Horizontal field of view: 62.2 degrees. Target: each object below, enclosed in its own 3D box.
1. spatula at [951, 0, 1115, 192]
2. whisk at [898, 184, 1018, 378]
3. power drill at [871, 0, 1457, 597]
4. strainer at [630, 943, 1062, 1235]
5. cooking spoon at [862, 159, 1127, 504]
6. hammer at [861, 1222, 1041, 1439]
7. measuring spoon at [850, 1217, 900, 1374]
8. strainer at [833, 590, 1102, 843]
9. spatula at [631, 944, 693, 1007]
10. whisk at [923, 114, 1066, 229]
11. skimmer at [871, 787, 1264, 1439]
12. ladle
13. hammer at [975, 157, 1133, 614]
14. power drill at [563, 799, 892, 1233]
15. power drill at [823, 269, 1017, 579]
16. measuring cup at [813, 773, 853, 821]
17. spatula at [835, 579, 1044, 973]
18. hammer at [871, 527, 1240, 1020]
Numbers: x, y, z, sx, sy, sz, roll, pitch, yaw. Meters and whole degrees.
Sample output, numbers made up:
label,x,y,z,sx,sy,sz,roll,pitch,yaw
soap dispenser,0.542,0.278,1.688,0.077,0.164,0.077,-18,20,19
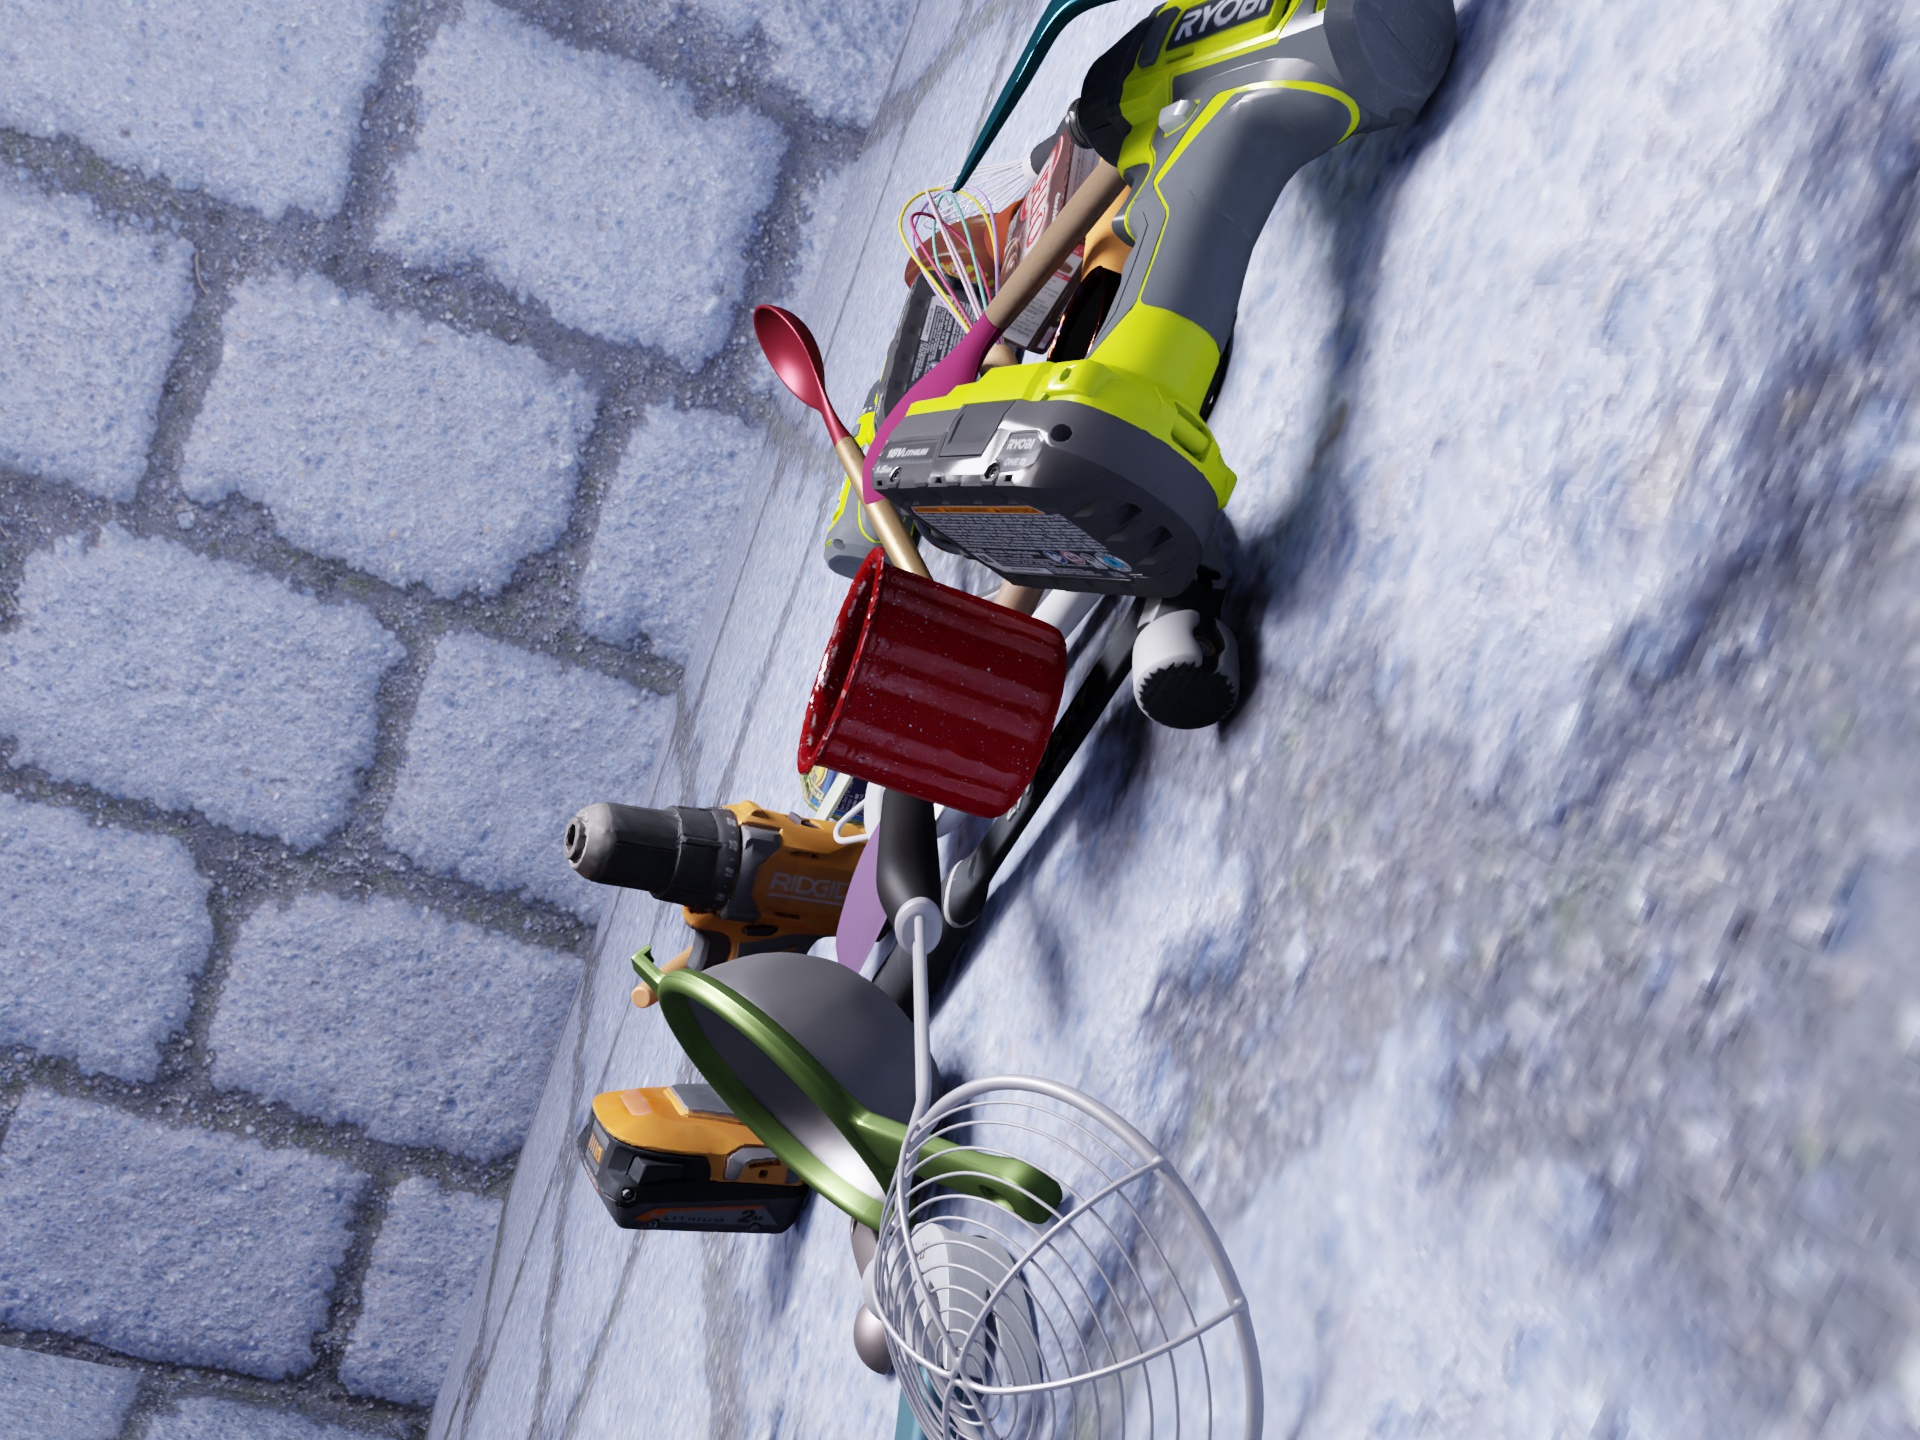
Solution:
label,x,y,z,sx,sy,sz,roll,pitch,yaw
spatula,0.104,-0.243,0.507,0.318,0.044,0.082,3,62,47
whisk,0.010,-0.216,0.891,0.051,0.047,0.245,-54,42,45
power drill,0.063,-0.161,0.571,0.171,0.080,0.223,11,73,56
strainer,-0.028,0.147,0.651,0.069,0.151,0.256,-44,23,-27
cooking spoon,0.033,-0.224,0.813,0.318,0.017,0.069,-45,36,37
hammer,-0.026,0.329,0.508,0.128,0.033,0.331,129,155,-57
measuring spoon,-0.044,0.246,0.705,0.124,0.018,0.034,-142,71,-76
strainer,0.017,-0.009,0.751,0.258,0.050,0.087,-51,34,41
spatula,-0.141,0.125,1.033,0.081,0.041,0.322,-68,-11,15
whisk,0.043,-0.365,1.068,0.285,0.070,0.070,9,81,70
skimmer,0.016,0.106,0.541,0.364,0.090,0.127,-98,20,-67
ladle,-0.064,-0.156,0.997,0.069,0.031,0.316,85,161,-55
hammer,0.071,-0.213,0.807,0.127,0.034,0.337,136,149,-60
power drill,-0.139,0.152,0.849,0.084,0.185,0.226,27,102,59
power drill,-0.031,-0.215,1.108,0.228,0.080,0.191,142,143,-70
measuring cup,-0.042,0.026,0.903,0.167,0.038,0.083,-55,23,38
spatula,-0.001,-0.002,0.719,0.060,0.018,0.315,-106,36,-52
hammer,0.009,0.060,0.704,0.149,0.036,0.408,-85,19,-45
